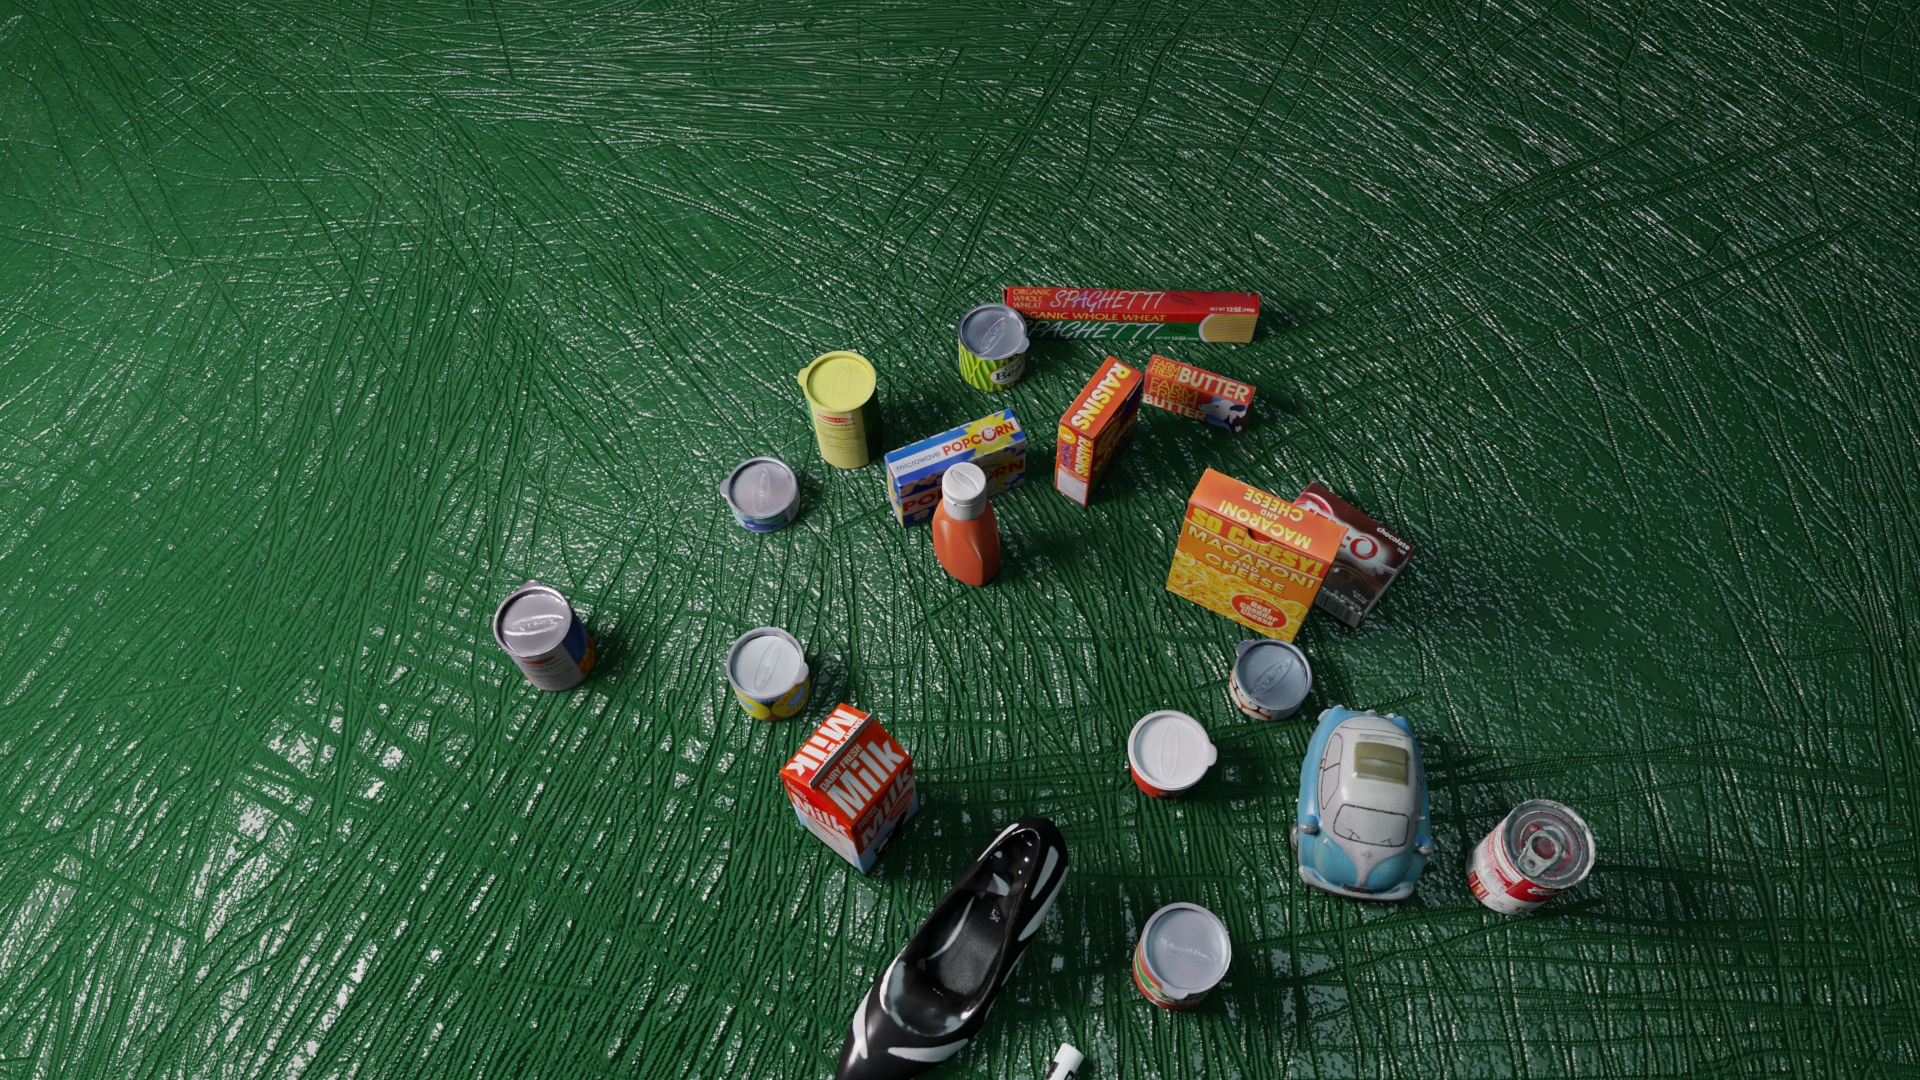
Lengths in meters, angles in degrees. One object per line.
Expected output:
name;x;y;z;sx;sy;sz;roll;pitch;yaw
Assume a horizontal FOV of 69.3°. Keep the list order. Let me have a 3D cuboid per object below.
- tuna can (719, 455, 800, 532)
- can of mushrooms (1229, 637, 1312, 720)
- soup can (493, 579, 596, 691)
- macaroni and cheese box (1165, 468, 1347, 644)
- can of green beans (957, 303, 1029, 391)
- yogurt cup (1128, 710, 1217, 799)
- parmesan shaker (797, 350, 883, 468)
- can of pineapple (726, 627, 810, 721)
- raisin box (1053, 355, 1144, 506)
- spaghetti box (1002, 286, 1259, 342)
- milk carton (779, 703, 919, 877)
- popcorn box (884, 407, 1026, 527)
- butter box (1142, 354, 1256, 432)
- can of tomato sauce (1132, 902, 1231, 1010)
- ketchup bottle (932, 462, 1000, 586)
tuna can;-0.186;-0.042;1.292;0.071;0.032;0.071;0;63;1
can of mushrooms;0.265;0.119;1.198;0.071;0.033;0.071;0;63;1
soup can;-0.358;0.083;1.202;0.071;0.083;0.071;0;63;1
macaroni and cheese box;0.246;0.018;1.177;0.124;0.165;0.040;25;66;13
can of green beans;0.031;-0.187;1.348;0.071;0.057;0.071;0;63;1
yogurt cup;0.172;0.182;1.156;0.072;0.053;0.073;0;63;1
parmesan shaker;-0.110;-0.121;1.292;0.071;0.102;0.071;-1;63;1
can of pineapple;-0.163;0.117;1.194;0.071;0.057;0.071;0;63;1
raisin box;0.125;-0.098;1.264;0.040;0.123;0.086;32;68;16
spaghetti box;0.166;-0.222;1.368;0.250;0.050;0.029;2;63;2
milk carton;-0.085;0.191;1.080;0.073;0.189;0.072;35;69;17
popcorn box;-0.004;-0.065;1.271;0.127;0.085;0.038;-21;64;-9
butter box;0.225;-0.139;1.323;0.103;0.053;0.024;20;65;11
can of tomato sauce;0.168;0.323;1.066;0.071;0.082;0.071;0;63;1
ketchup bottle;0.004;-0.015;1.209;0.065;0.148;0.044;37;70;18
